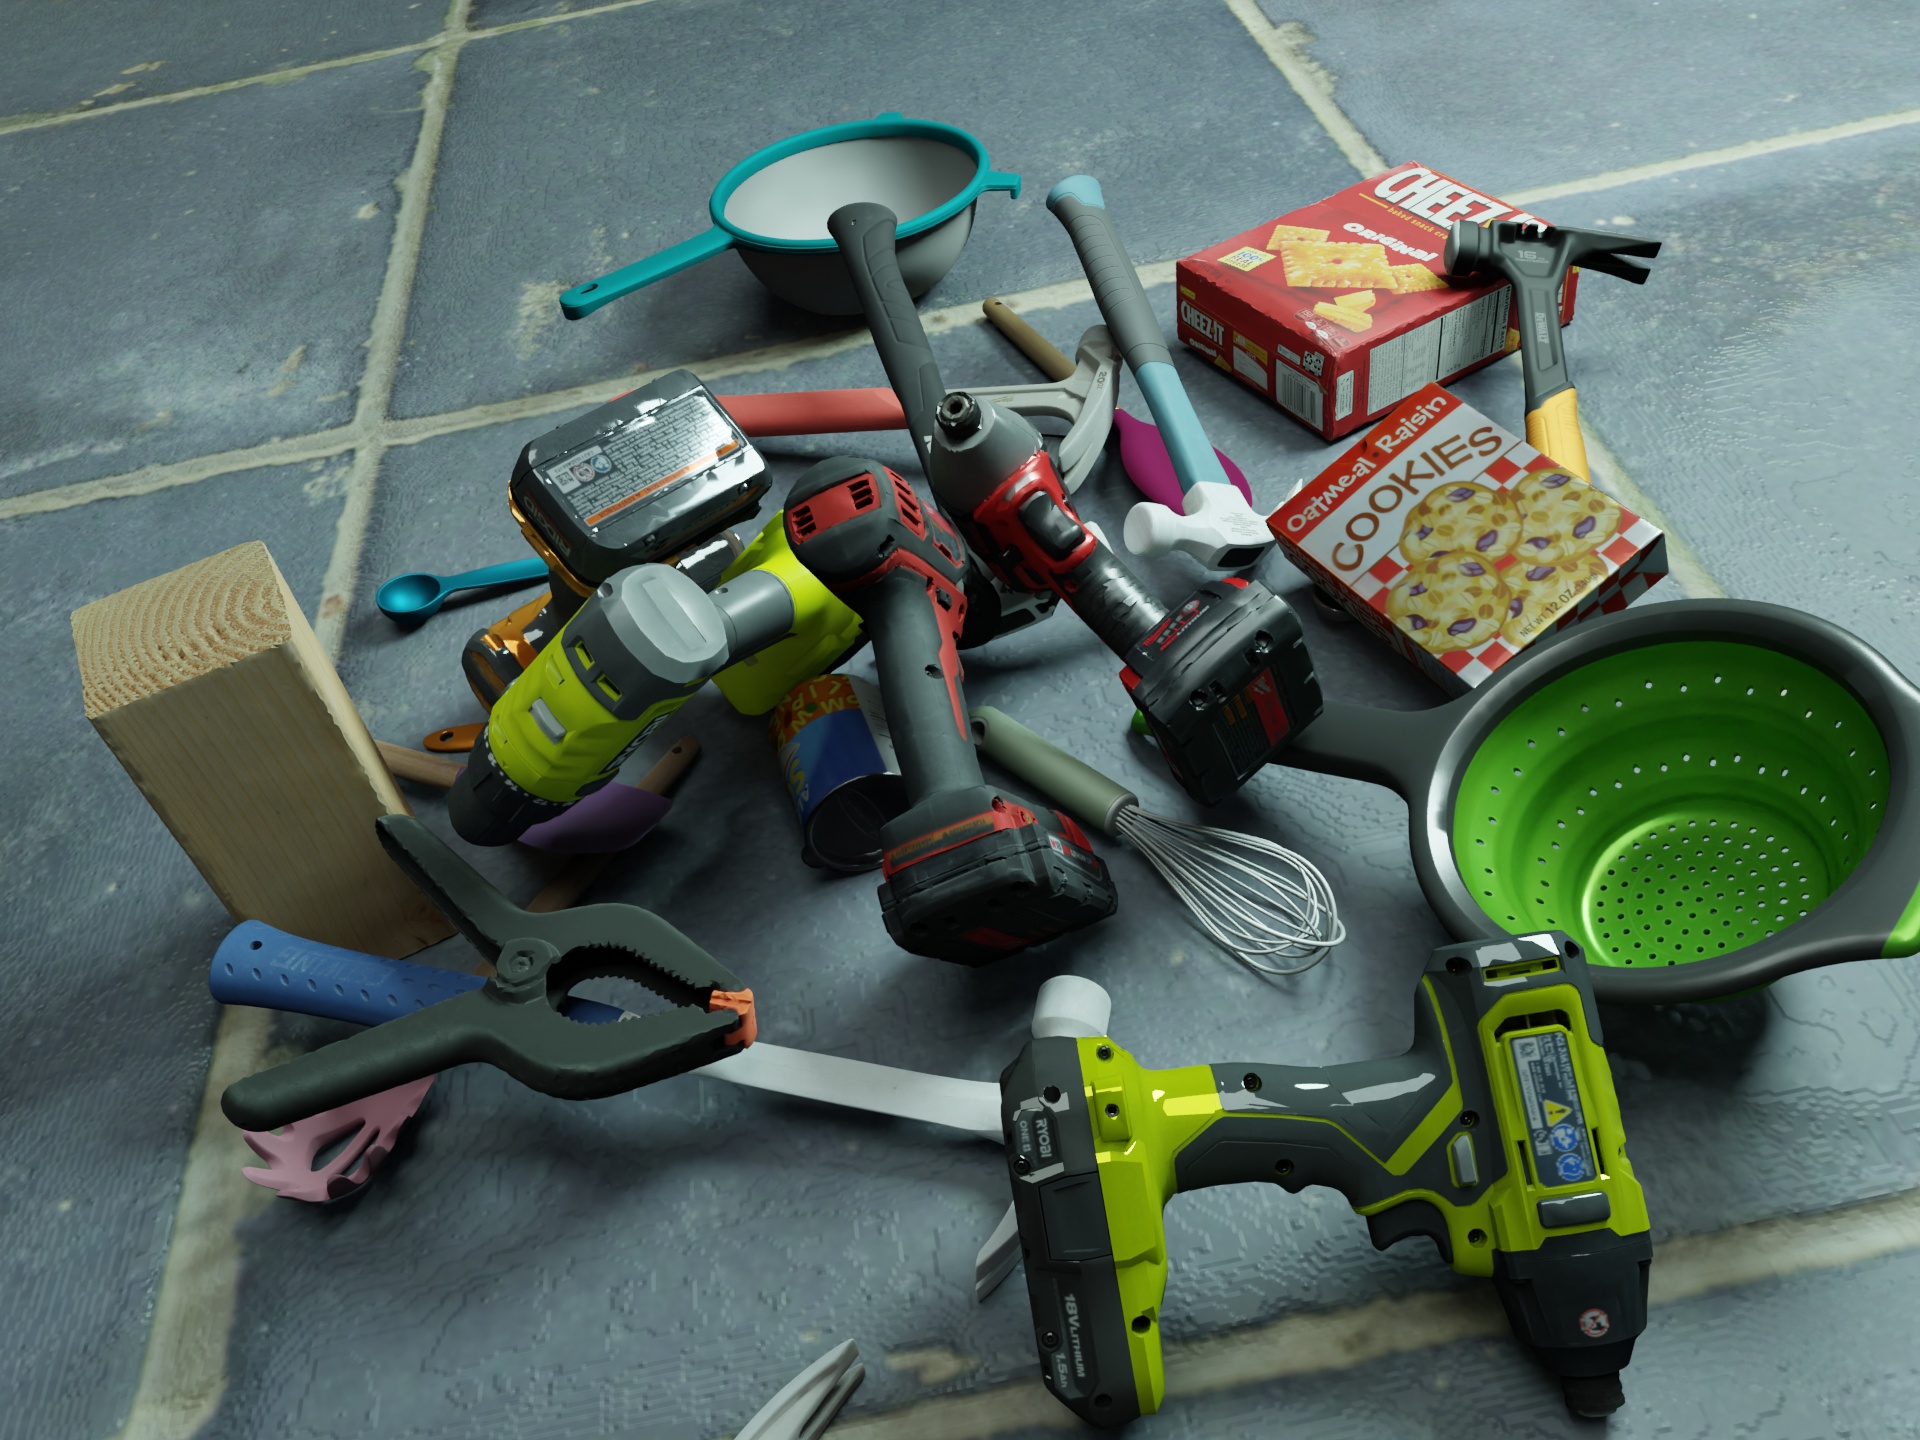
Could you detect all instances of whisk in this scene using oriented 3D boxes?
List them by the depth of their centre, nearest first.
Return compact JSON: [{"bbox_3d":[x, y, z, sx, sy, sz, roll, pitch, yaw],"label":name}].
[{"bbox_3d":[0.086,0.050,0.789,0.059,0.057,0.247,-3,27,-45],"label":"whisk"}]

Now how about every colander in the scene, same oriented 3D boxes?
[{"bbox_3d":[0.250,0.041,0.739,0.397,0.094,0.204,12,60,46],"label":"colander"}]

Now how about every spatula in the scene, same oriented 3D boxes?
[{"bbox_3d":[-0.296,0.029,0.884,0.316,0.018,0.060,12,39,29],"label":"spatula"}]

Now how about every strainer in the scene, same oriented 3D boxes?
[{"bbox_3d":[-0.130,-0.340,1.186,0.340,0.095,0.211,-29,45,-17],"label":"strainer"}]

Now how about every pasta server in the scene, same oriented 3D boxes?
[{"bbox_3d":[-0.225,0.111,0.791,0.060,0.040,0.316,21,51,20],"label":"pasta server"}]

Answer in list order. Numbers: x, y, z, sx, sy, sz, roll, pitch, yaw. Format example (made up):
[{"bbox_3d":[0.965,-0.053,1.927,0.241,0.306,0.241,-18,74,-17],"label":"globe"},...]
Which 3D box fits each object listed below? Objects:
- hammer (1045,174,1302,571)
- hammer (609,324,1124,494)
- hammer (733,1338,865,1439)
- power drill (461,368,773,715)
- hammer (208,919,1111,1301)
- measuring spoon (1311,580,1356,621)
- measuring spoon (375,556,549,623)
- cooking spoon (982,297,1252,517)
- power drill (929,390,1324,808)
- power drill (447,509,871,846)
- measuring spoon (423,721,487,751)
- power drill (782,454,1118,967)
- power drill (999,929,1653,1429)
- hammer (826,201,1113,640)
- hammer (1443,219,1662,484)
[{"bbox_3d":[0.115,-0.224,0.983,0.128,0.033,0.331,4,53,-29],"label":"hammer"},{"bbox_3d":[-0.075,-0.199,1.048,0.359,0.036,0.149,1,45,21],"label":"hammer"},{"bbox_3d":[0.064,0.348,0.492,0.386,0.038,0.143,22,51,29],"label":"hammer"},{"bbox_3d":[-0.174,-0.095,0.874,0.185,0.226,0.084,-36,84,-32],"label":"power drill"},{"bbox_3d":[-0.144,0.147,0.707,0.405,0.035,0.144,9,48,10],"label":"hammer"},{"bbox_3d":[0.252,-0.083,0.911,0.124,0.018,0.034,-24,47,-22],"label":"measuring spoon"},{"bbox_3d":[-0.309,-0.084,1.025,0.128,0.021,0.042,-13,43,-15],"label":"measuring spoon"},{"bbox_3d":[0.092,-0.215,1.070,0.068,0.017,0.319,-18,44,-19],"label":"cooking spoon"},{"bbox_3d":[0.067,-0.070,0.767,0.078,0.143,0.220,-42,59,-2],"label":"power drill"},{"bbox_3d":[-0.145,-0.024,0.806,0.080,0.190,0.228,52,36,2],"label":"power drill"},{"bbox_3d":[-0.257,0.003,0.924,0.117,0.011,0.021,-7,44,4],"label":"measuring spoon"},{"bbox_3d":[-0.001,-0.002,0.762,0.080,0.187,0.227,-23,70,15],"label":"power drill"},{"bbox_3d":[0.134,0.180,0.590,0.223,0.080,0.171,-10,81,3],"label":"power drill"},{"bbox_3d":[-0.027,-0.189,0.963,0.146,0.035,0.335,-27,61,14],"label":"hammer"},{"bbox_3d":[0.347,-0.162,0.911,0.127,0.034,0.337,7,58,4],"label":"hammer"}]
